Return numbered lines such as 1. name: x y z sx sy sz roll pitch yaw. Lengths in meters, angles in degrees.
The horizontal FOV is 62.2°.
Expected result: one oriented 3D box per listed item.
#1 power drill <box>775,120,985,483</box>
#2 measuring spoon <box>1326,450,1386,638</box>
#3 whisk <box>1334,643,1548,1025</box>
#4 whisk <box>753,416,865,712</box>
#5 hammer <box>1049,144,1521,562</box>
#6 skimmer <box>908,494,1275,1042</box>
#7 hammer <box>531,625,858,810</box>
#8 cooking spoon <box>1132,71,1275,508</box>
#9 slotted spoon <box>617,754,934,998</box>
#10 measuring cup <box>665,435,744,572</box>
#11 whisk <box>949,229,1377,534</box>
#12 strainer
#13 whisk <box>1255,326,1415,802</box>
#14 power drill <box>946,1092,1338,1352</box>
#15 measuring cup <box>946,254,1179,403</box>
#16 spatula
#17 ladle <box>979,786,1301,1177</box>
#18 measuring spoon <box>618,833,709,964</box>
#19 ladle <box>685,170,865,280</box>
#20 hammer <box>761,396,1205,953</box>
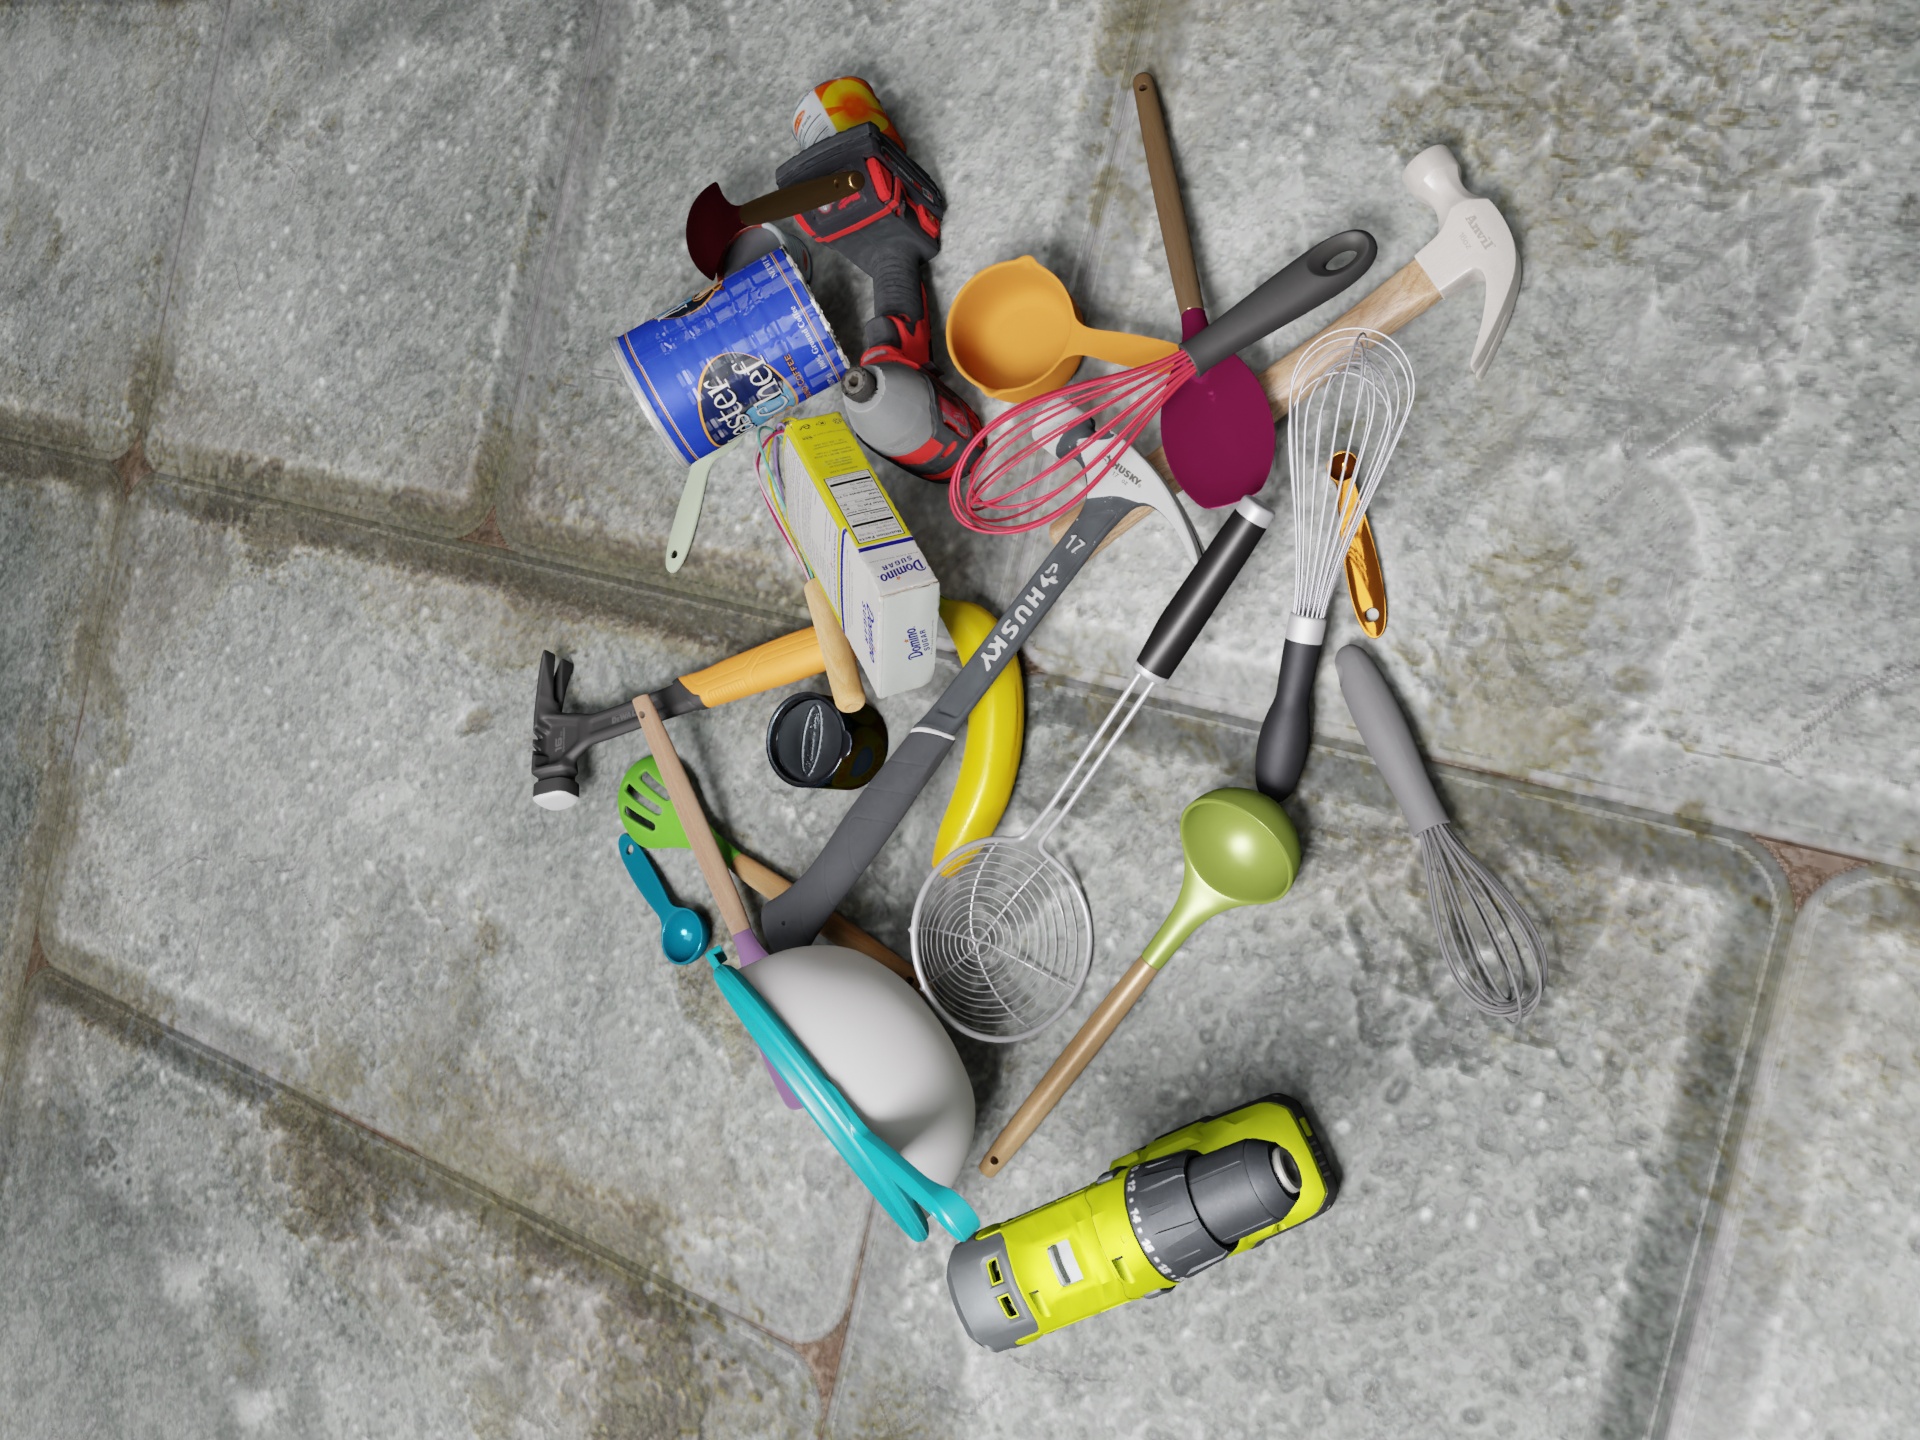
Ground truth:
1. power drill: -0.052 -0.276 1.068 0.078 0.143 0.220 -18 75 23
2. measuring spoon: 0.242 -0.106 0.964 0.021 0.011 0.117 -13 83 26
3. whisk: 0.269 0.060 0.912 0.055 0.055 0.239 -30 68 24
4. whisk: -0.103 -0.115 1.114 0.047 0.051 0.245 -24 62 13
5. hammer: 0.193 -0.199 0.986 0.331 0.031 0.130 -36 69 22
6. skimmer: 0.090 0.033 0.962 0.363 0.127 0.090 -58 21 20
7. hammer: -0.177 -0.033 1.168 0.337 0.034 0.127 -16 63 24
8. cooking spoon: 0.142 -0.278 1.004 0.069 0.017 0.319 -16 70 21
9. slotted spoon: -0.142 0.113 1.148 0.314 0.031 0.070 30 96 27
10. measuring cup: -0.208 -0.196 1.205 0.083 0.038 0.167 14 90 29
11. whisk: 0.121 -0.203 0.950 0.296 0.073 0.073 -33 70 5
12. strainer: -0.034 0.216 0.940 0.095 0.340 0.211 -37 104 -16
13. whisk: 0.210 -0.086 0.934 0.070 0.070 0.284 16 107 29
14. power drill: 0.122 0.265 0.868 0.190 0.228 0.080 -31 72 23
15. measuring cup: 0.078 -0.245 1.047 0.174 0.052 0.095 16 92 17
16. spatula: -0.164 0.126 1.133 0.060 0.018 0.316 -26 86 24
17. ladle: 0.100 0.173 0.991 0.078 0.062 0.320 39 107 15
18. measuring spoon: -0.223 0.132 1.200 0.042 0.021 0.129 -51 56 17
19. ladle: -0.130 -0.336 1.053 0.316 0.031 0.069 20 110 61
20. hammer: -0.002 -0.003 1.031 0.149 0.036 0.409 42 103 23
